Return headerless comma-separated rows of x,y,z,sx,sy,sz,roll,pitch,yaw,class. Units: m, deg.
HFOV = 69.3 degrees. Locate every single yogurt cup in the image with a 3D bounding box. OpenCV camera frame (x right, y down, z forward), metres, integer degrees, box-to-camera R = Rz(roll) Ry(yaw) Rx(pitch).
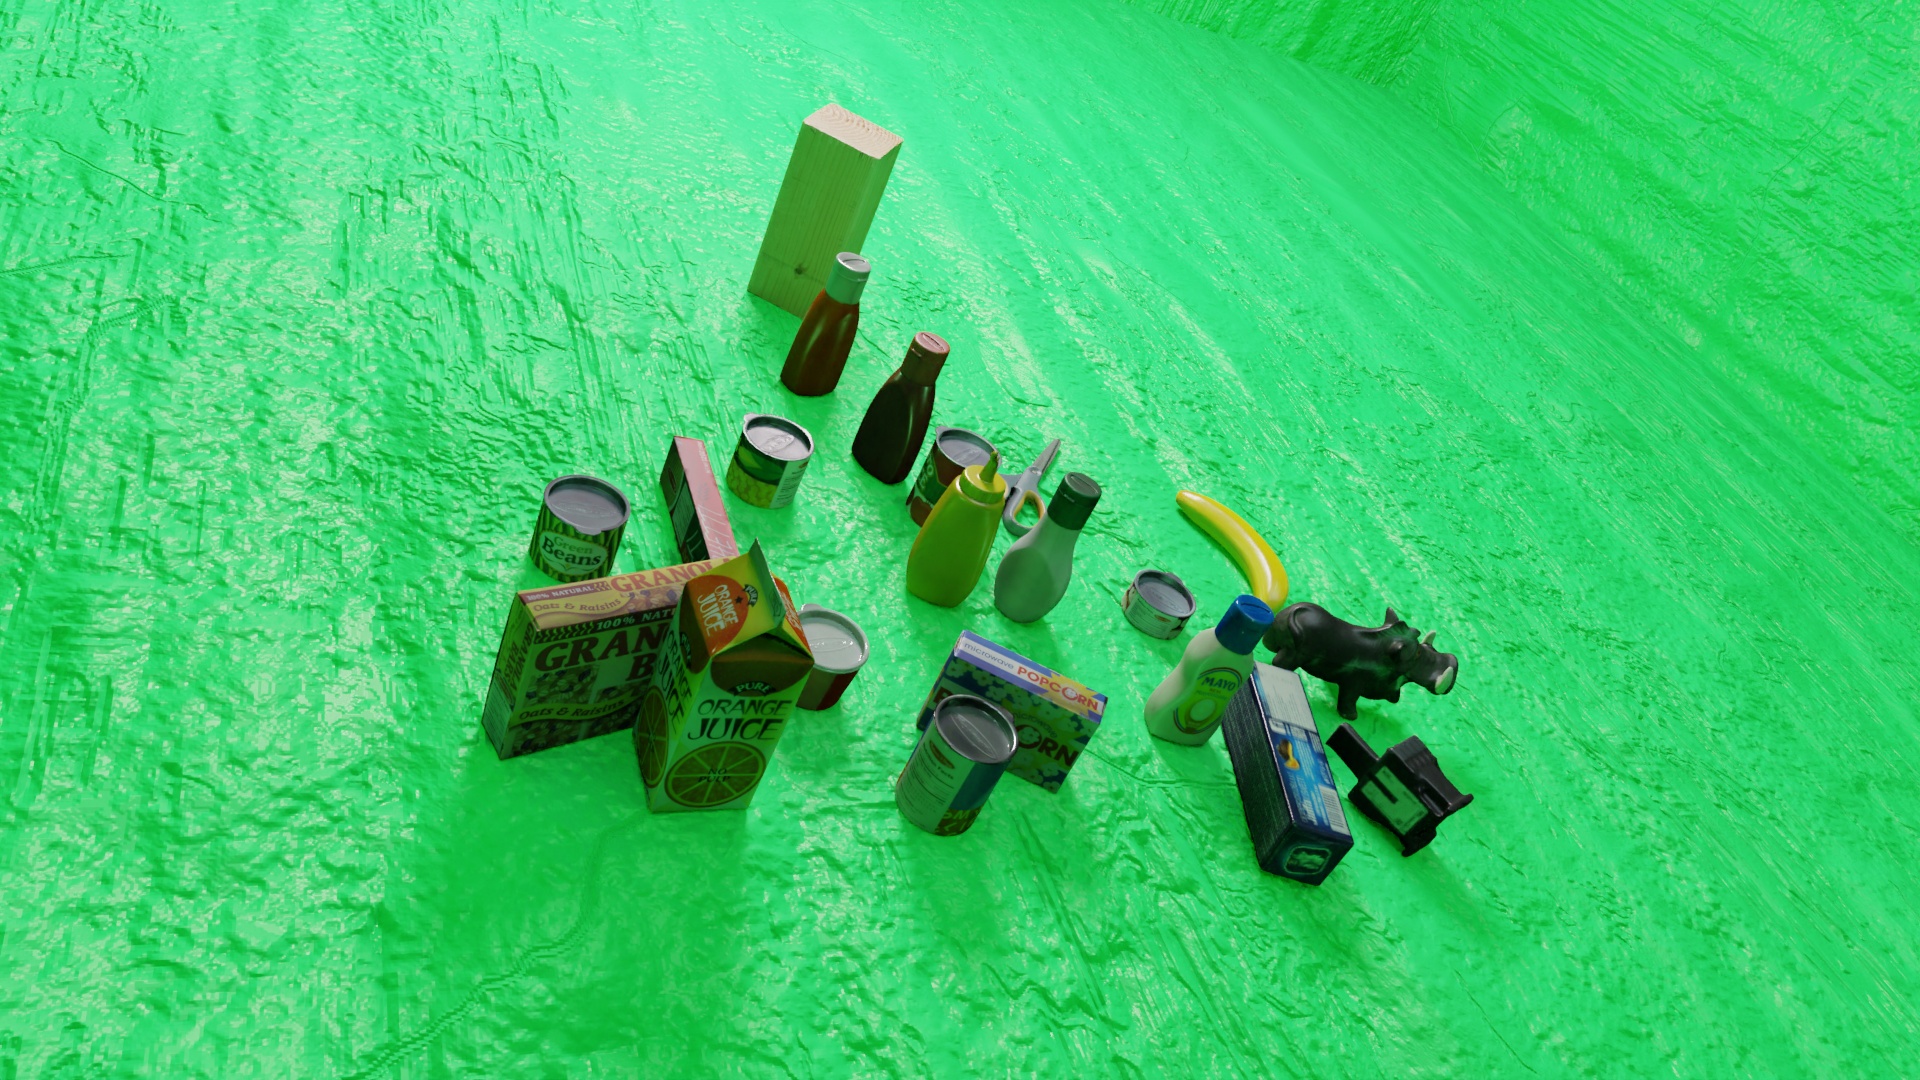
-0.110,0.093,1.067,0.072,0.053,0.073,18,34,-13,yogurt cup

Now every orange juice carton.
-0.154,0.091,0.916,0.073,0.191,0.072,4,39,-30,orange juice carton

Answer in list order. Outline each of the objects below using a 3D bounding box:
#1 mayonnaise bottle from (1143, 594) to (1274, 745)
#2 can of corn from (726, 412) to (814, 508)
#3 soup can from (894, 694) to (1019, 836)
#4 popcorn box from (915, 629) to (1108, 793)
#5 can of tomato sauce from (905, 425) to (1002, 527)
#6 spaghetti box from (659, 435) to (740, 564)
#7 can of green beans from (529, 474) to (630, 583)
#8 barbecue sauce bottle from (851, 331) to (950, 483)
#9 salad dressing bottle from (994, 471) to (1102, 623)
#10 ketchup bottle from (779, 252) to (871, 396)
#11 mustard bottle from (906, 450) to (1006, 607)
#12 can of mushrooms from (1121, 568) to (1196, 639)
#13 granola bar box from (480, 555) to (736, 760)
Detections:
0.214,0.110,1.177,0.065,0.147,0.041,14,35,-18,mayonnaise bottle
-0.173,-0.072,1.243,0.071,0.058,0.071,18,34,-13,can of corn
-0.002,0.164,1.017,0.071,0.083,0.072,18,34,-13,soup can
0.039,0.134,1.085,0.127,0.084,0.038,26,33,-2,popcorn box
-0.009,-0.055,1.309,0.071,0.082,0.071,18,34,-13,can of tomato sauce
-0.202,0.012,1.118,0.029,0.050,0.251,5,39,-29,spaghetti box
-0.295,-0.008,1.076,0.071,0.057,0.071,18,34,-13,can of green beans
-0.053,-0.128,1.318,0.065,0.147,0.044,43,37,23,barbecue sauce bottle
0.078,0.007,1.226,0.064,0.146,0.044,38,35,16,salad dressing bottle
-0.129,-0.214,1.383,0.065,0.148,0.043,-15,51,-45,ketchup bottle
0.004,-0.015,1.194,0.065,0.159,0.049,23,34,-6,mustard bottle
0.191,0.060,1.332,0.071,0.033,0.071,18,35,-13,can of mushrooms
-0.231,0.077,0.944,0.166,0.123,0.039,-10,48,-42,granola bar box
